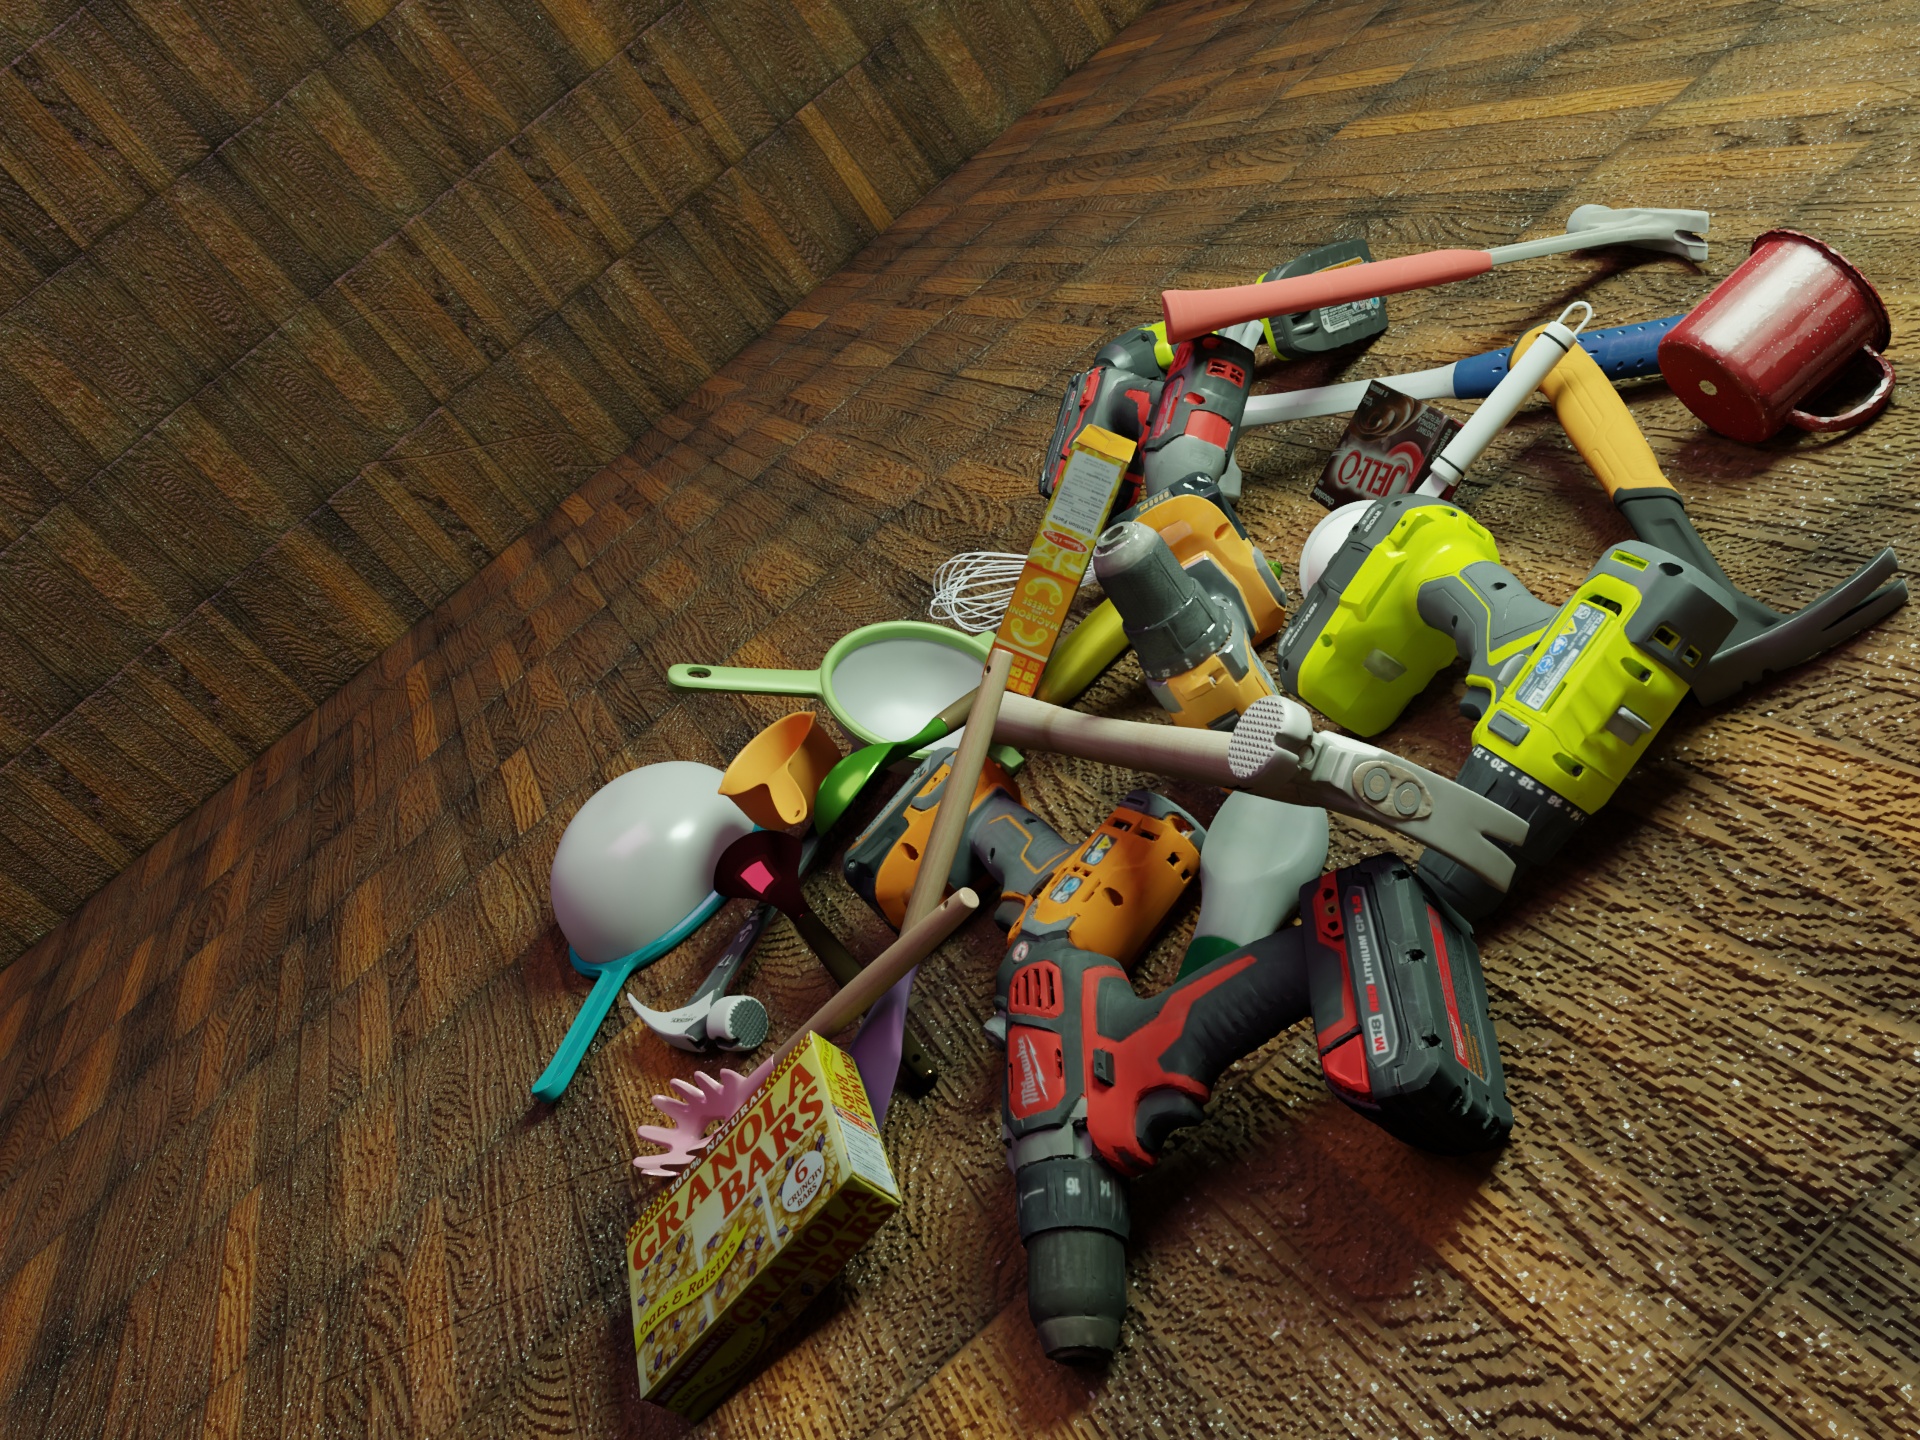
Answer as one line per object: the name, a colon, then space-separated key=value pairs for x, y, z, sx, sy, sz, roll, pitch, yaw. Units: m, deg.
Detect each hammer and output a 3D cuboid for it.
hammer: x=0.318 y=-0.309 z=1.101 sx=0.359 sy=0.036 sz=0.149 roll=-12 pitch=22 yaw=-5
hammer: x=0.113 y=0.019 z=0.840 sx=0.038 sy=0.146 sz=0.411 roll=-68 pitch=21 yaw=-4
hammer: x=0.376 y=-0.136 z=0.870 sx=0.127 sy=0.034 sz=0.337 roll=-30 pitch=34 yaw=20
hammer: x=-0.106 y=0.080 z=1.201 sx=0.149 sy=0.036 sz=0.409 roll=-12 pitch=36 yaw=45
hammer: x=0.331 y=-0.237 z=1.086 sx=0.406 sy=0.035 sz=0.144 roll=1 pitch=83 yaw=47

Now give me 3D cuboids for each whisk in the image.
whisk: x=0.089 y=-0.115 z=1.241 sx=0.285 sy=0.070 sz=0.070 roll=-8 pitch=39 yaw=39

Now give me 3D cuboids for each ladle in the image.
ladle: x=-0.090 y=0.144 z=1.028 sx=0.069 sy=0.031 sz=0.316 roll=-33 pitch=35 yaw=-13

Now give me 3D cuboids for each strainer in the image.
strainer: x=-0.084 y=-0.005 z=1.154 sx=0.256 sy=0.069 sz=0.152 roll=3 pitch=41 yaw=-10
strainer: x=-0.280 y=0.141 z=1.257 sx=0.211 sy=0.095 sz=0.341 roll=-22 pitch=29 yaw=31
strainer: x=0.284 y=-0.144 z=0.951 sx=0.087 sy=0.050 sz=0.258 roll=45 pitch=105 yaw=26

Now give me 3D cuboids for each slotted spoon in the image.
slotted spoon: x=-0.002 y=-0.003 z=1.086 sx=0.314 sy=0.031 sz=0.070 roll=-33 pitch=-12 yaw=-48

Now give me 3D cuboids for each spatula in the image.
spatula: x=-0.024 y=0.110 z=0.902 sx=0.060 sy=0.018 sz=0.316 roll=12 pitch=84 yaw=58

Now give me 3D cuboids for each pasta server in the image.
pasta server: x=-0.095 y=0.183 z=0.919 sx=0.316 sy=0.040 sz=0.060 roll=-45 pitch=31 yaw=33

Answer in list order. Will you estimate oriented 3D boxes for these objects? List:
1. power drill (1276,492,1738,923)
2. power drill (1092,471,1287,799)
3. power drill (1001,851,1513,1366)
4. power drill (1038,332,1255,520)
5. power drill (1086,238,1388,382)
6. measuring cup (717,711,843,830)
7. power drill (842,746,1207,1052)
power drill: x=0.255 y=-0.016 z=0.807 sx=0.190 sy=0.080 sz=0.229 roll=-57 pitch=24 yaw=9
power drill: x=0.137 y=-0.071 z=0.956 sx=0.084 sy=0.185 sz=0.226 roll=-29 pitch=24 yaw=19
power drill: x=0.114 y=0.169 z=0.694 sx=0.226 sy=0.080 sz=0.188 roll=-24 pitch=47 yaw=30
power drill: x=0.142 y=-0.212 z=1.221 sx=0.220 sy=0.078 sz=0.143 roll=-165 pitch=91 yaw=-71
power drill: x=0.225 y=-0.324 z=1.330 sx=0.171 sy=0.080 sz=0.223 roll=-28 pitch=13 yaw=-40
measuring cup: x=-0.119 y=0.055 z=1.158 sx=0.095 sy=0.052 sz=0.174 roll=-40 pitch=25 yaw=0
power drill: x=0.025 y=0.102 z=0.940 sx=0.164 sy=0.084 sz=0.227 roll=-49 pitch=31 yaw=-17
